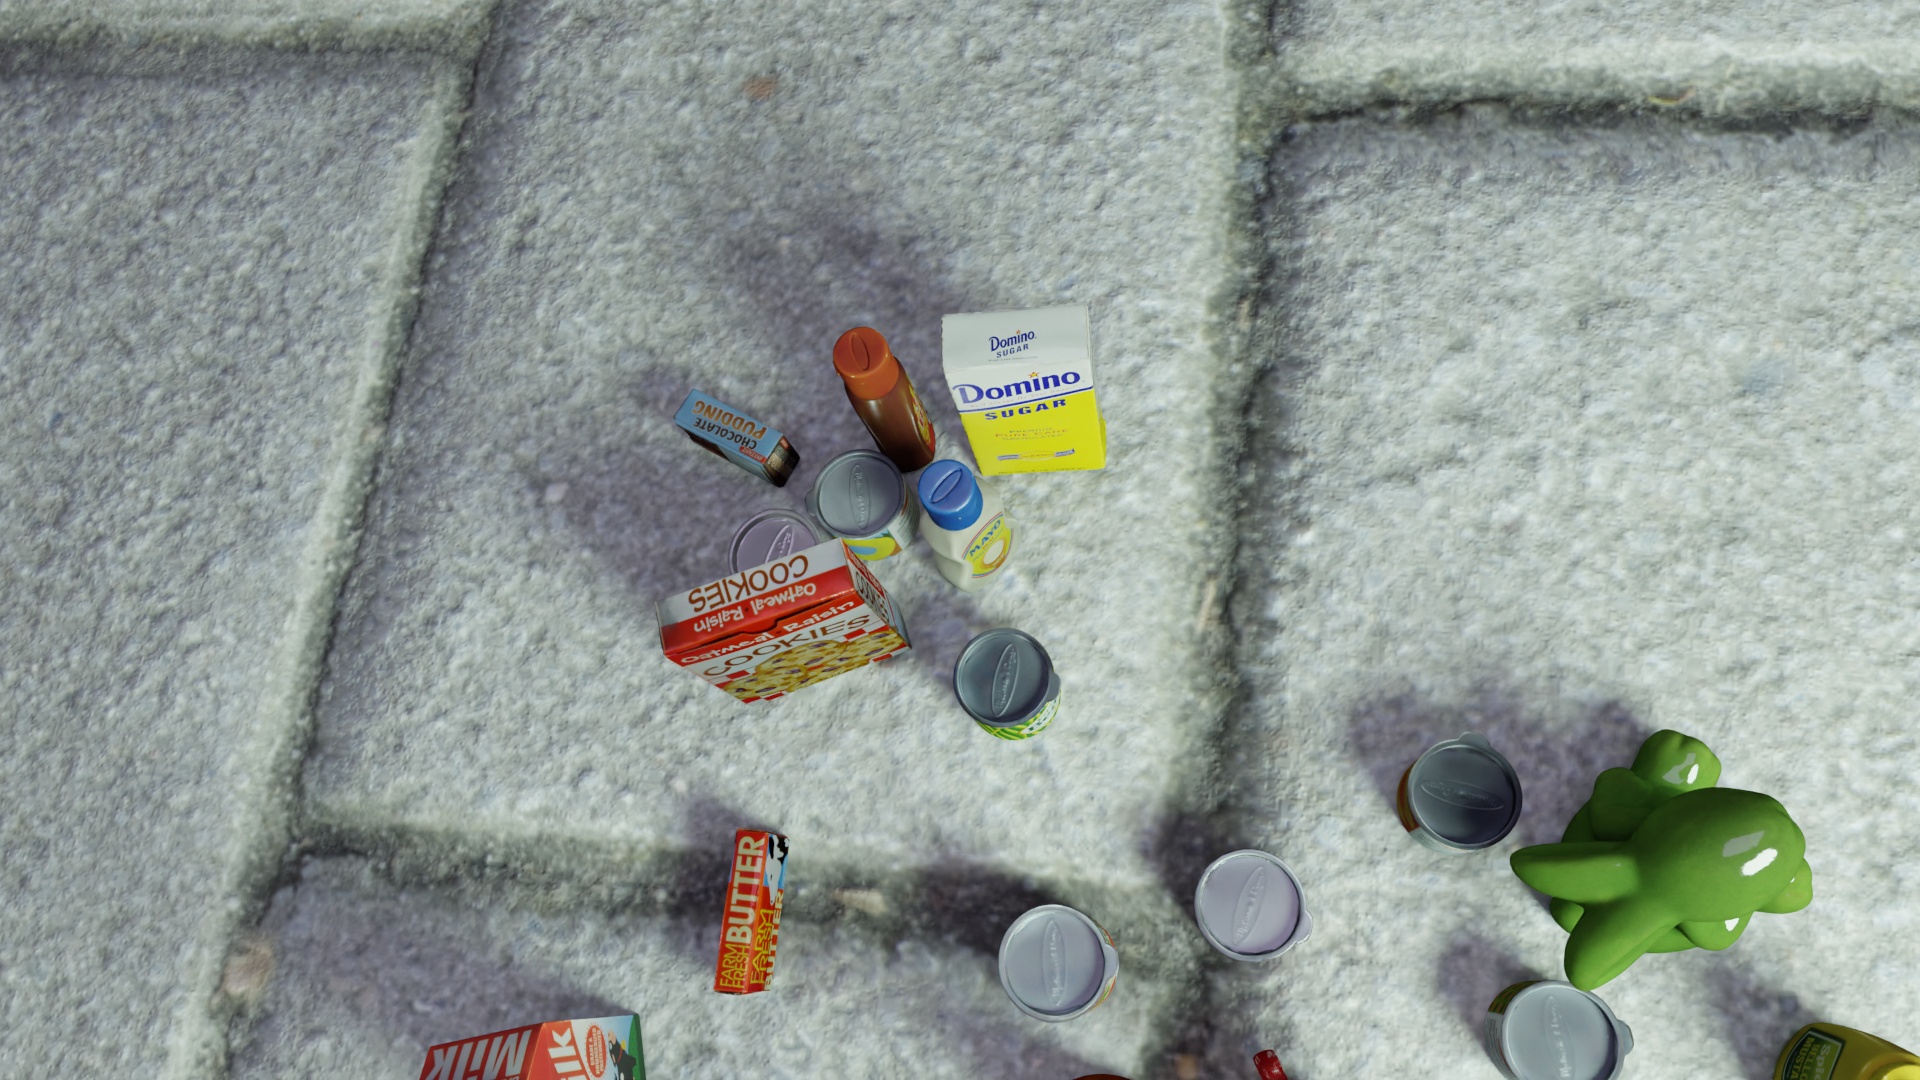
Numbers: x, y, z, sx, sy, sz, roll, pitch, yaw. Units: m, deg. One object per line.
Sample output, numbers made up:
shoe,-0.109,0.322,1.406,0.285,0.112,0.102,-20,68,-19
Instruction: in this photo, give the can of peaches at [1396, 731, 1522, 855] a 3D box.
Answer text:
can of peaches,0.307,0.157,0.858,0.071,0.058,0.071,-3,72,9

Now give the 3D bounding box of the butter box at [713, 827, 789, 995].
butter box,-0.136,0.243,0.910,0.024,0.053,0.104,3,73,11

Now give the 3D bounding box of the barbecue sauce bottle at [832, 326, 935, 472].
barbecue sauce bottle,-0.053,-0.099,0.955,0.044,0.148,0.065,-20,71,4

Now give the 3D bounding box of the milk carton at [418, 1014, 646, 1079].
milk carton,-0.255,0.329,0.830,0.072,0.190,0.073,-14,71,6

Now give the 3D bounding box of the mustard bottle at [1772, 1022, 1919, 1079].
mustard bottle,0.481,0.291,0.731,0.049,0.160,0.065,23,78,16

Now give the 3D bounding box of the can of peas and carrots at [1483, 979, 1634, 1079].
can of peas and carrots,0.346,0.290,0.809,0.071,0.058,0.071,-3,72,9

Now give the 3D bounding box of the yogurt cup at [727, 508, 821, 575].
yogurt cup,-0.124,0.017,0.980,0.072,0.054,0.072,-3,72,9

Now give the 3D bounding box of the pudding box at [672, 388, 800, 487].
pudding box,-0.164,-0.075,1.019,0.084,0.049,0.030,27,79,17

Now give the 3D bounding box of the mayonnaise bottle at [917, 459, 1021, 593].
mayonnaise bottle,0.003,-0.012,0.917,0.041,0.147,0.065,39,83,18

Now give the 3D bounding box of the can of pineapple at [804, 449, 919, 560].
can of pineapple,-0.068,-0.024,0.982,0.071,0.057,0.071,-3,72,9

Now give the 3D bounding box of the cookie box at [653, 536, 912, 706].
cookie box,-0.110,0.058,0.905,0.123,0.167,0.040,-20,71,3

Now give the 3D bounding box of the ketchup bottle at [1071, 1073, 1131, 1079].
ketchup bottle,0.074,0.333,0.794,0.065,0.148,0.043,-9,72,7

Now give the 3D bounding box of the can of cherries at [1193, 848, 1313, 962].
can of cherries,0.180,0.228,0.858,0.071,0.058,0.071,-3,72,9

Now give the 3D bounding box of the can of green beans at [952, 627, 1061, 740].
can of green beans,0.032,0.097,0.926,0.071,0.057,0.071,-3,72,9

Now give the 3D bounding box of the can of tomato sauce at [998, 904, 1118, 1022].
can of tomato sauce,0.064,0.260,0.855,0.071,0.083,0.071,-3,72,9
